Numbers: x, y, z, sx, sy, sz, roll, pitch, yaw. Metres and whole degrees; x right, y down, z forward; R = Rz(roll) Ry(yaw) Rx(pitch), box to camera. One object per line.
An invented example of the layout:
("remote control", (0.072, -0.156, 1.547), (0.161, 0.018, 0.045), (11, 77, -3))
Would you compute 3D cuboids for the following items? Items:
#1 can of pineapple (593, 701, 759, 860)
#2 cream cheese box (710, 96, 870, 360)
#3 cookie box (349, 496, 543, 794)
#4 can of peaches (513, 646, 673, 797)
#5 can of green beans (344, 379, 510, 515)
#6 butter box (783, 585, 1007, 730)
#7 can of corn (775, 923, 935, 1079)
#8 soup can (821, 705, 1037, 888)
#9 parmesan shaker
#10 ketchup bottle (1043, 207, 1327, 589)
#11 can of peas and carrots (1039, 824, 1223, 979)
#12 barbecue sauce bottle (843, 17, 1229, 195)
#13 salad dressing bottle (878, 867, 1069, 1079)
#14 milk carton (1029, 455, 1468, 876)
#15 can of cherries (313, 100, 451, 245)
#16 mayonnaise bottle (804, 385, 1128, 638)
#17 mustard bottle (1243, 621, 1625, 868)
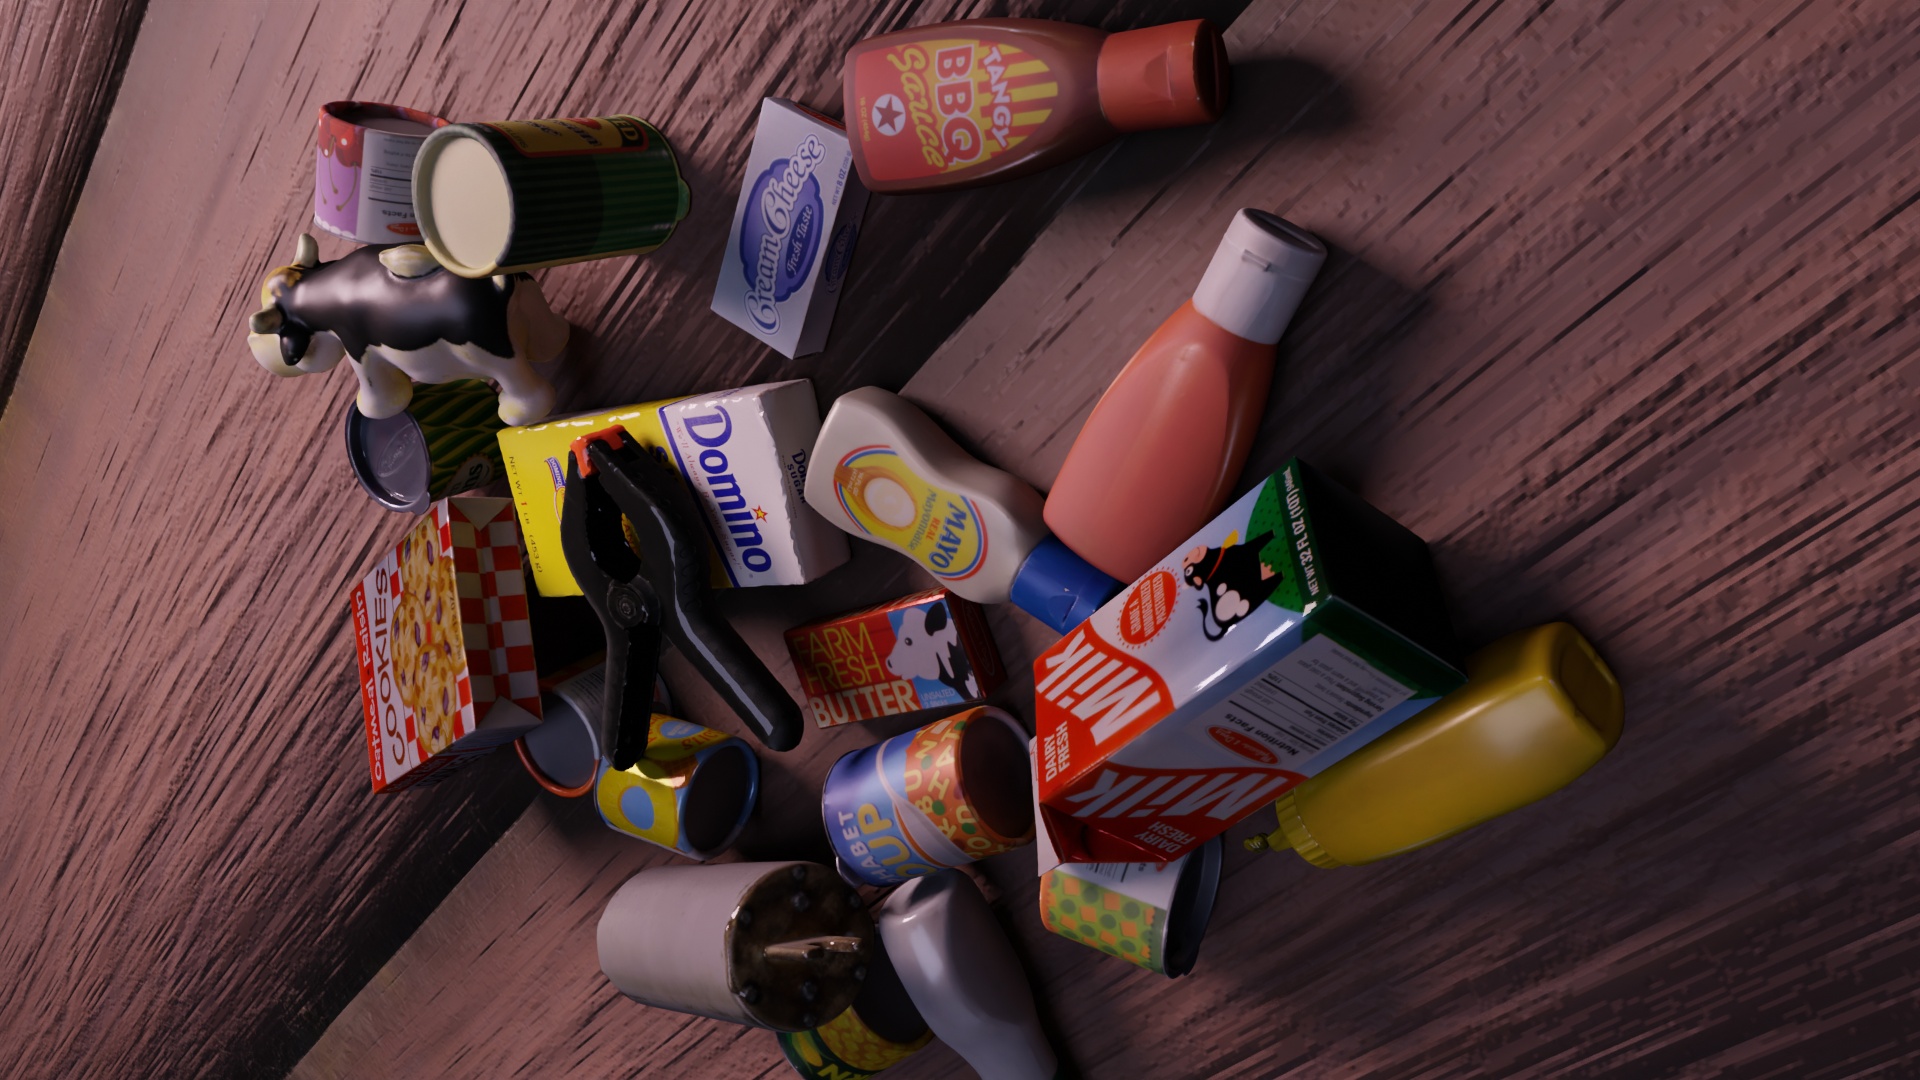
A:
("can of pineapple", (-0.147, 0.126, 0.724), (0.058, 0.071, 0.070), (11, 112, 27))
("cream cheese box", (-0.074, -0.138, 0.618), (0.053, 0.024, 0.103), (32, 119, 20))
("cookie box", (-0.285, 0.062, 0.762), (0.167, 0.040, 0.123), (-28, 69, 46))
("can of peaches", (-0.201, 0.099, 0.753), (0.071, 0.058, 0.071), (10, 111, 28))
("can of green beans", (-0.288, -0.054, 0.754), (0.071, 0.058, 0.071), (10, 111, 28))
("butter box", (-0.033, 0.055, 0.657), (0.103, 0.024, 0.053), (-15, 99, 34))
("can of corn", (-0.050, 0.238, 0.701), (0.058, 0.071, 0.071), (-42, 83, 34))
("soup can", (-0.012, 0.120, 0.638), (0.083, 0.071, 0.071), (-25, 93, 34))
("parmesan shaker", (-0.183, -0.157, 0.629), (0.071, 0.103, 0.071), (10, 111, 28))
("ketchup bottle", (0.088, -0.054, 0.535), (0.065, 0.044, 0.148), (35, 121, 16))
("can of peas and carrots", (0.074, 0.148, 0.598), (0.059, 0.071, 0.070), (14, 113, 28))
("barbecue sauce bottle", (0.027, -0.171, 0.534), (0.148, 0.044, 0.064), (2, 106, 30))
("salad dressing bottle", (0.014, 0.230, 0.667), (0.044, 0.064, 0.147), (-24, 101, 25))
("milk carton", (0.090, 0.061, 0.539), (0.073, 0.073, 0.189), (29, 128, -26))
("can of cherries", (-0.295, -0.188, 0.710), (0.071, 0.072, 0.058), (25, 118, 22))
("mayonnaise bottle", (0.002, -0.008, 0.604), (0.148, 0.041, 0.064), (33, 120, 19))
("mustard bottle", (0.169, 0.088, 0.525), (0.049, 0.065, 0.159), (51, 130, 3))
